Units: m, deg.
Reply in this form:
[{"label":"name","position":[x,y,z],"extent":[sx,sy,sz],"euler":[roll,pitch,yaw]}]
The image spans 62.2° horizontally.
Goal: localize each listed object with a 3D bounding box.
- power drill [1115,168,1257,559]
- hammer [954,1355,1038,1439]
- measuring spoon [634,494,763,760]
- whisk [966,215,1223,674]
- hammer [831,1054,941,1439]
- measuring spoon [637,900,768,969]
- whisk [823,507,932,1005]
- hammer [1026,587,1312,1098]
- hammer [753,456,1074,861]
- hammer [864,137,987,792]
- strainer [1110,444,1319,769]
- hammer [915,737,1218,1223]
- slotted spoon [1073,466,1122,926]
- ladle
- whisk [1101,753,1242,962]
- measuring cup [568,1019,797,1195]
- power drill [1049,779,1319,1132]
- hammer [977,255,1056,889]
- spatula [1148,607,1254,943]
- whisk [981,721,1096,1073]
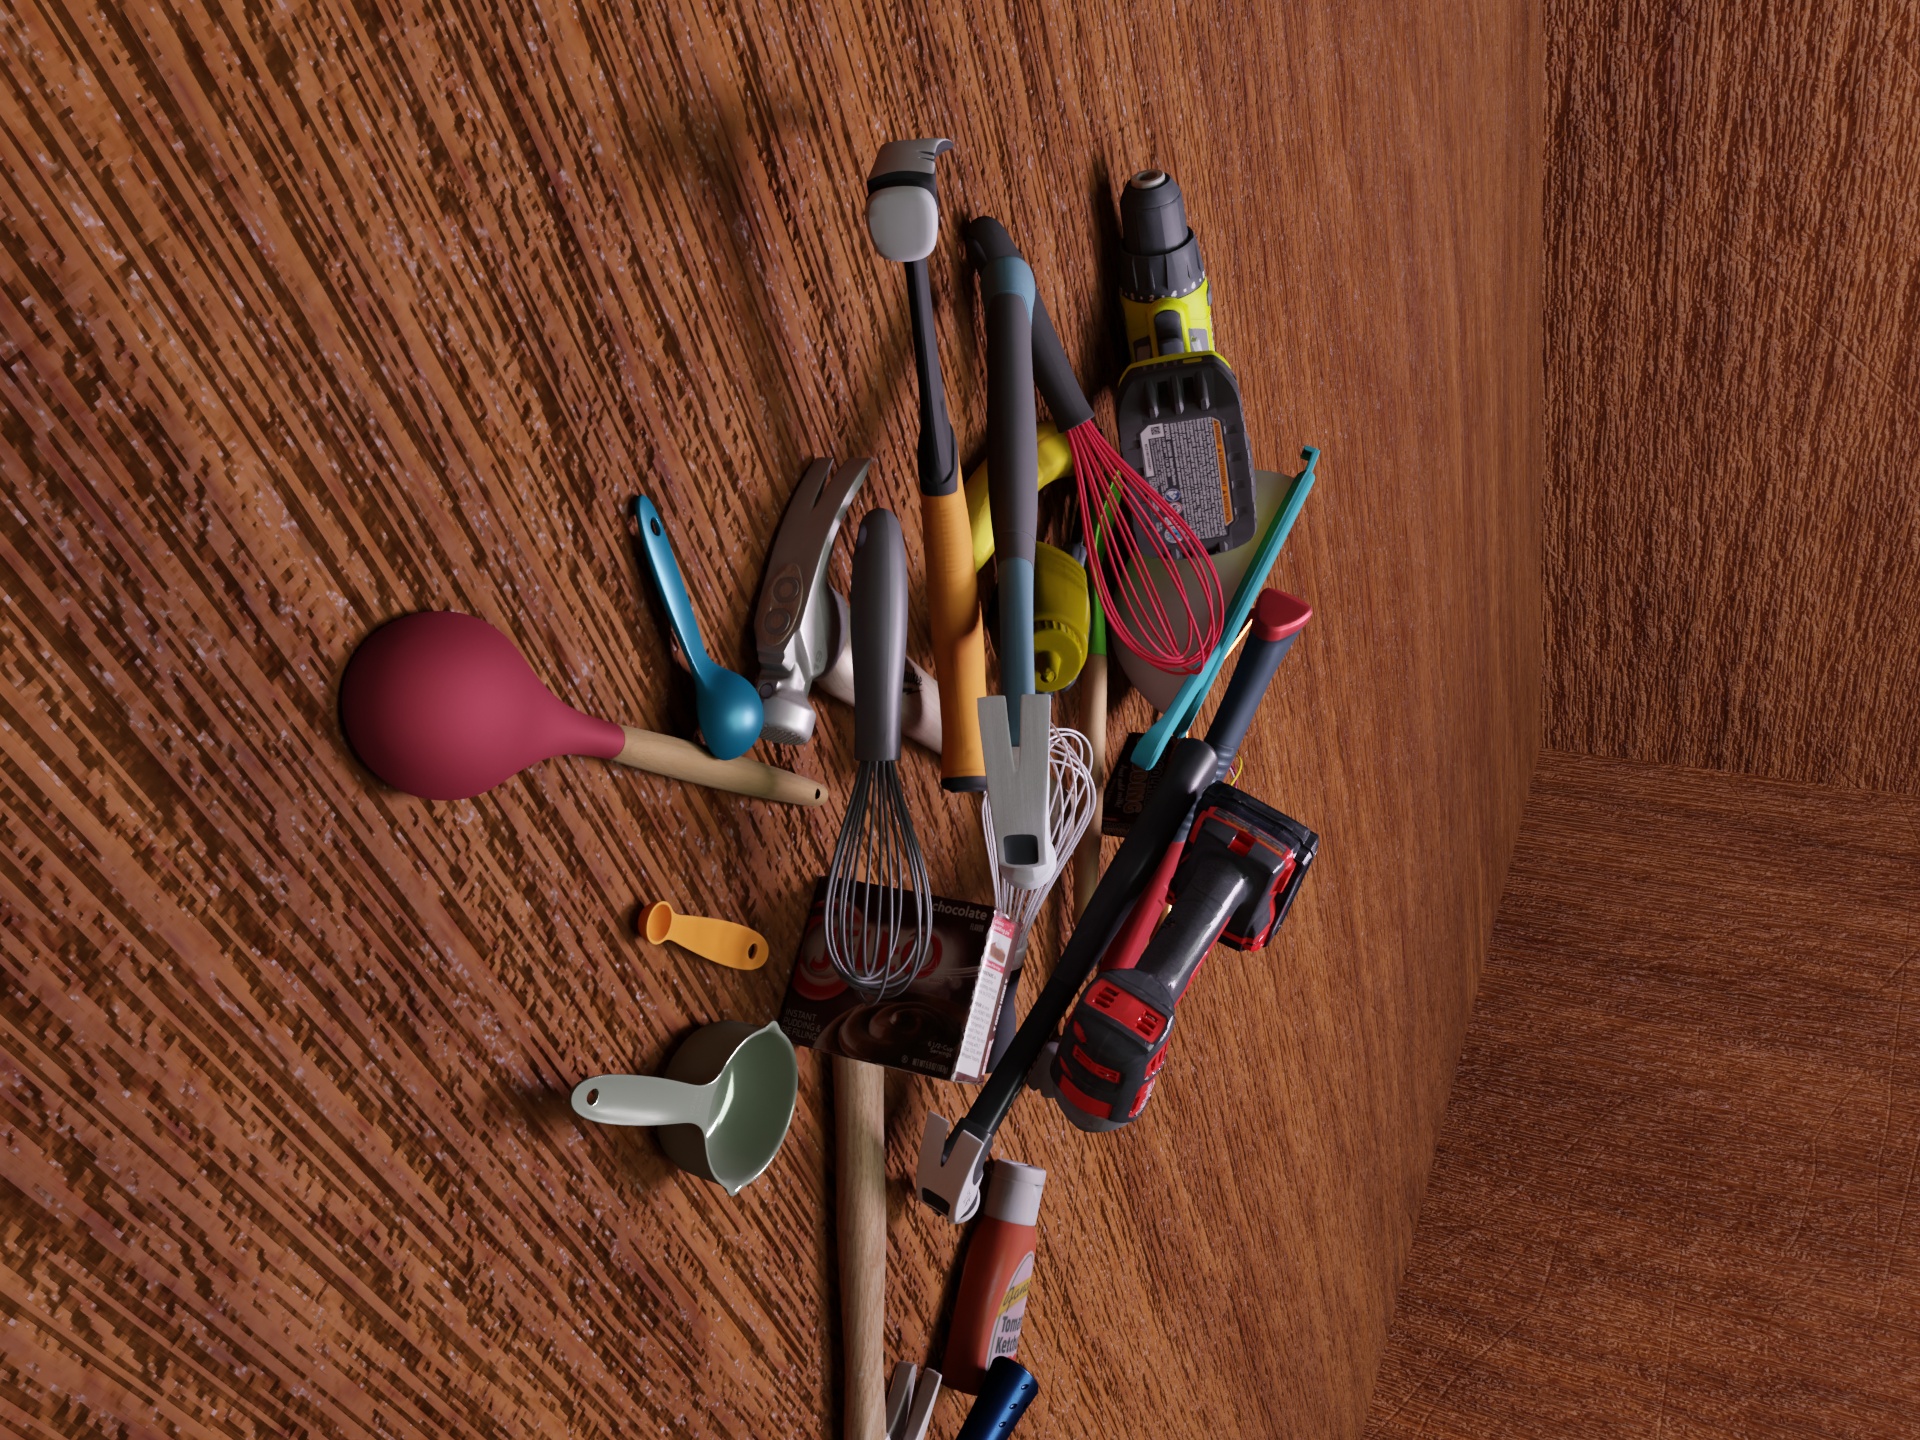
[{"label":"power drill","position":[0.139,-0.232,1.040],"extent":[0.229,0.080,0.190],"euler":[-87,166,-48]},{"label":"hammer","position":[-0.067,0.555,0.915],"extent":[0.406,0.035,0.143],"euler":[-50,140,-36]},{"label":"measuring spoon","position":[-0.112,-0.041,0.699],"extent":[0.042,0.021,0.128],"euler":[-70,147,-59]},{"label":"whisk","position":[0.077,-0.156,0.929],"extent":[0.073,0.073,0.295],"euler":[-44,111,-51]},{"label":"hammer","position":[-0.055,0.321,0.921],"extent":[0.130,0.031,0.331],"euler":[-25,119,-58]},{"label":"measuring spoon","position":[-0.122,0.103,0.757],"extent":[0.116,0.011,0.021],"euler":[38,64,-64]},{"label":"whisk","position":[-0.040,0.017,0.764],"extent":[0.055,0.055,0.239],"euler":[0,91,-63]},{"label":"hammer","position":[0.157,0.087,1.130],"extent":[0.143,0.038,0.386],"euler":[-11,127,-62]},{"label":"hammer","position":[-0.001,-0.003,0.933],"extent":[0.410,0.038,0.146],"euler":[39,62,-60]},{"label":"hammer","position":[-0.009,-0.111,0.790],"extent":[0.127,0.034,0.336],"euler":[-86,172,-57]},{"label":"strainer","position":[0.142,-0.071,1.092],"extent":[0.340,0.095,0.210],"euler":[-50,165,-54]},{"label":"hammer","position":[0.071,0.148,0.977],"extent":[0.335,0.035,0.146],"euler":[-56,164,-21]},{"label":"slotted spoon","position":[0.089,-0.018,1.068],"extent":[0.070,0.031,0.314],"euler":[43,50,-78]},{"label":"ladle","position":[-0.136,0.014,0.684],"extent":[0.315,0.031,0.069],"euler":[22,76,-64]},{"label":"whisk","position":[0.174,0.108,1.302],"extent":[0.245,0.047,0.051],"euler":[-56,144,-36]},{"label":"measuring cup","position":[-0.133,0.170,0.721],"extent":[0.167,0.038,0.083],"euler":[29,72,-60]},{"label":"power drill","position":[0.129,0.154,0.977],"extent":[0.220,0.078,0.143],"euler":[-48,159,-35]},{"label":"hammer","position":[0.028,-0.089,0.817],"extent":[0.128,0.033,0.331],"euler":[77,11,-69]},{"label":"spatula","position":[0.181,0.062,1.266],"extent":[0.041,0.081,0.323],"euler":[14,76,-22]},{"label":"whisk","position":[0.033,0.115,0.969],"extent":[0.070,0.070,0.284],"euler":[-47,153,-49]}]
